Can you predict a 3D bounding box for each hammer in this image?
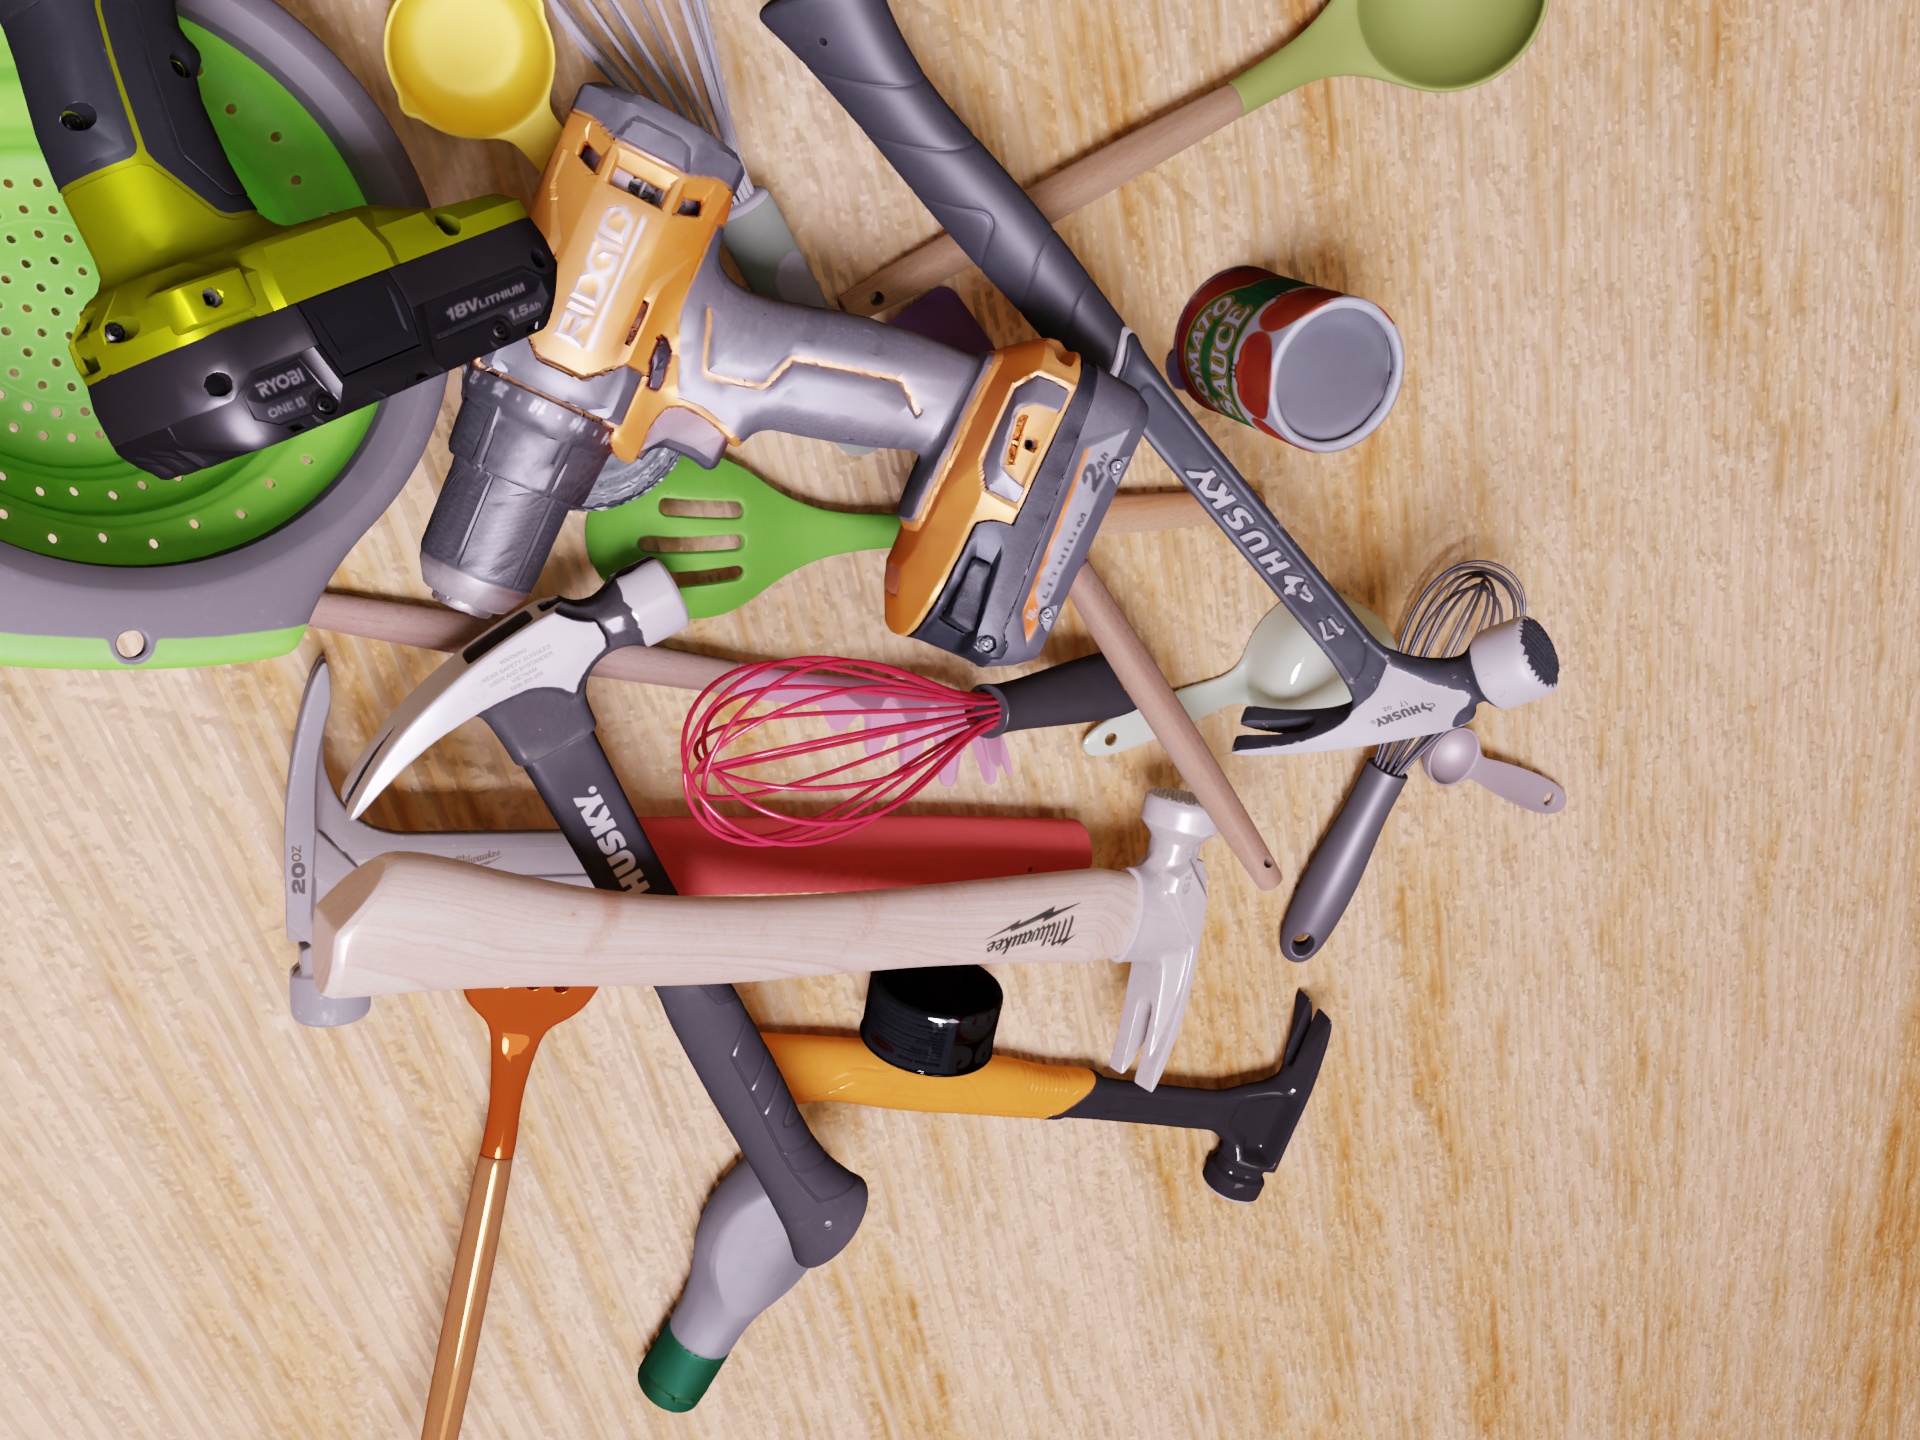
[{"bbox_3d":[-0.105,0.051,0.705,0.359,0.037,0.149,1,100,-25],"label":"hammer"},{"bbox_3d":[0.071,-0.129,0.645,0.149,0.036,0.408,-24,120,42],"label":"hammer"},{"bbox_3d":[-0.122,0.108,0.669,0.146,0.035,0.334,-30,117,-14],"label":"hammer"},{"bbox_3d":[-0.054,0.097,0.663,0.410,0.038,0.146,3,101,-36],"label":"hammer"},{"bbox_3d":[0.040,0.187,0.832,0.336,0.034,0.127,11,109,-25],"label":"hammer"}]

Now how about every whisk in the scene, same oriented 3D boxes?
[{"bbox_3d":[-0.001,-0.002,0.655,0.295,0.073,0.073,-12,121,-51],"label":"whisk"},{"bbox_3d":[-0.086,-0.203,0.601,0.058,0.059,0.246,-50,130,-27],"label":"whisk"},{"bbox_3d":[0.225,0.027,0.828,0.055,0.055,0.239,12,112,-26],"label":"whisk"}]

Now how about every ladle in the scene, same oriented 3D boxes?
[{"bbox_3d":[0.094,-0.241,0.650,0.320,0.062,0.078,-29,118,-4],"label":"ladle"}]

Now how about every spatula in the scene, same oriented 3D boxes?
[{"bbox_3d":[-0.212,0.222,0.715,0.081,0.041,0.322,11,89,-26],"label":"spatula"},{"bbox_3d":[0.061,-0.045,0.704,0.060,0.018,0.315,-44,110,-25],"label":"spatula"}]

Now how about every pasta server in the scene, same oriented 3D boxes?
[{"bbox_3d":[-0.123,-0.015,0.674,0.316,0.060,0.040,9,75,-22],"label":"pasta server"}]

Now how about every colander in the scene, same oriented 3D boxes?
[{"bbox_3d":[-0.275,-0.216,0.500,0.204,0.094,0.397,-2,96,-42],"label":"colander"}]

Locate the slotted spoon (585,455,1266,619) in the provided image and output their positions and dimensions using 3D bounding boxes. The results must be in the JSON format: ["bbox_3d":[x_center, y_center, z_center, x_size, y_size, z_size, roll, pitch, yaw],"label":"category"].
[{"bbox_3d":[-0.003,-0.087,0.696,0.313,0.031,0.070,-6,108,-21],"label":"slotted spoon"}]

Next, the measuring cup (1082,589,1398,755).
[{"bbox_3d":[0.141,-0.009,0.780,0.167,0.038,0.083,-20,119,-15],"label":"measuring cup"}]

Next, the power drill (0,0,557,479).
[{"bbox_3d":[-0.213,-0.196,0.444,0.171,0.080,0.223,-38,116,-37],"label":"power drill"}]

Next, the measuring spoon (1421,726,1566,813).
[{"bbox_3d":[0.294,0.029,0.876,0.124,0.018,0.034,20,103,-35],"label":"measuring spoon"}]

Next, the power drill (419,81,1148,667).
[{"bbox_3d":[-0.068,-0.093,0.576,0.226,0.084,0.185,24,95,-17],"label":"power drill"}]

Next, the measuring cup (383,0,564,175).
[{"bbox_3d":[-0.147,-0.209,0.589,0.062,0.029,0.156,-37,132,7],"label":"measuring cup"}]
